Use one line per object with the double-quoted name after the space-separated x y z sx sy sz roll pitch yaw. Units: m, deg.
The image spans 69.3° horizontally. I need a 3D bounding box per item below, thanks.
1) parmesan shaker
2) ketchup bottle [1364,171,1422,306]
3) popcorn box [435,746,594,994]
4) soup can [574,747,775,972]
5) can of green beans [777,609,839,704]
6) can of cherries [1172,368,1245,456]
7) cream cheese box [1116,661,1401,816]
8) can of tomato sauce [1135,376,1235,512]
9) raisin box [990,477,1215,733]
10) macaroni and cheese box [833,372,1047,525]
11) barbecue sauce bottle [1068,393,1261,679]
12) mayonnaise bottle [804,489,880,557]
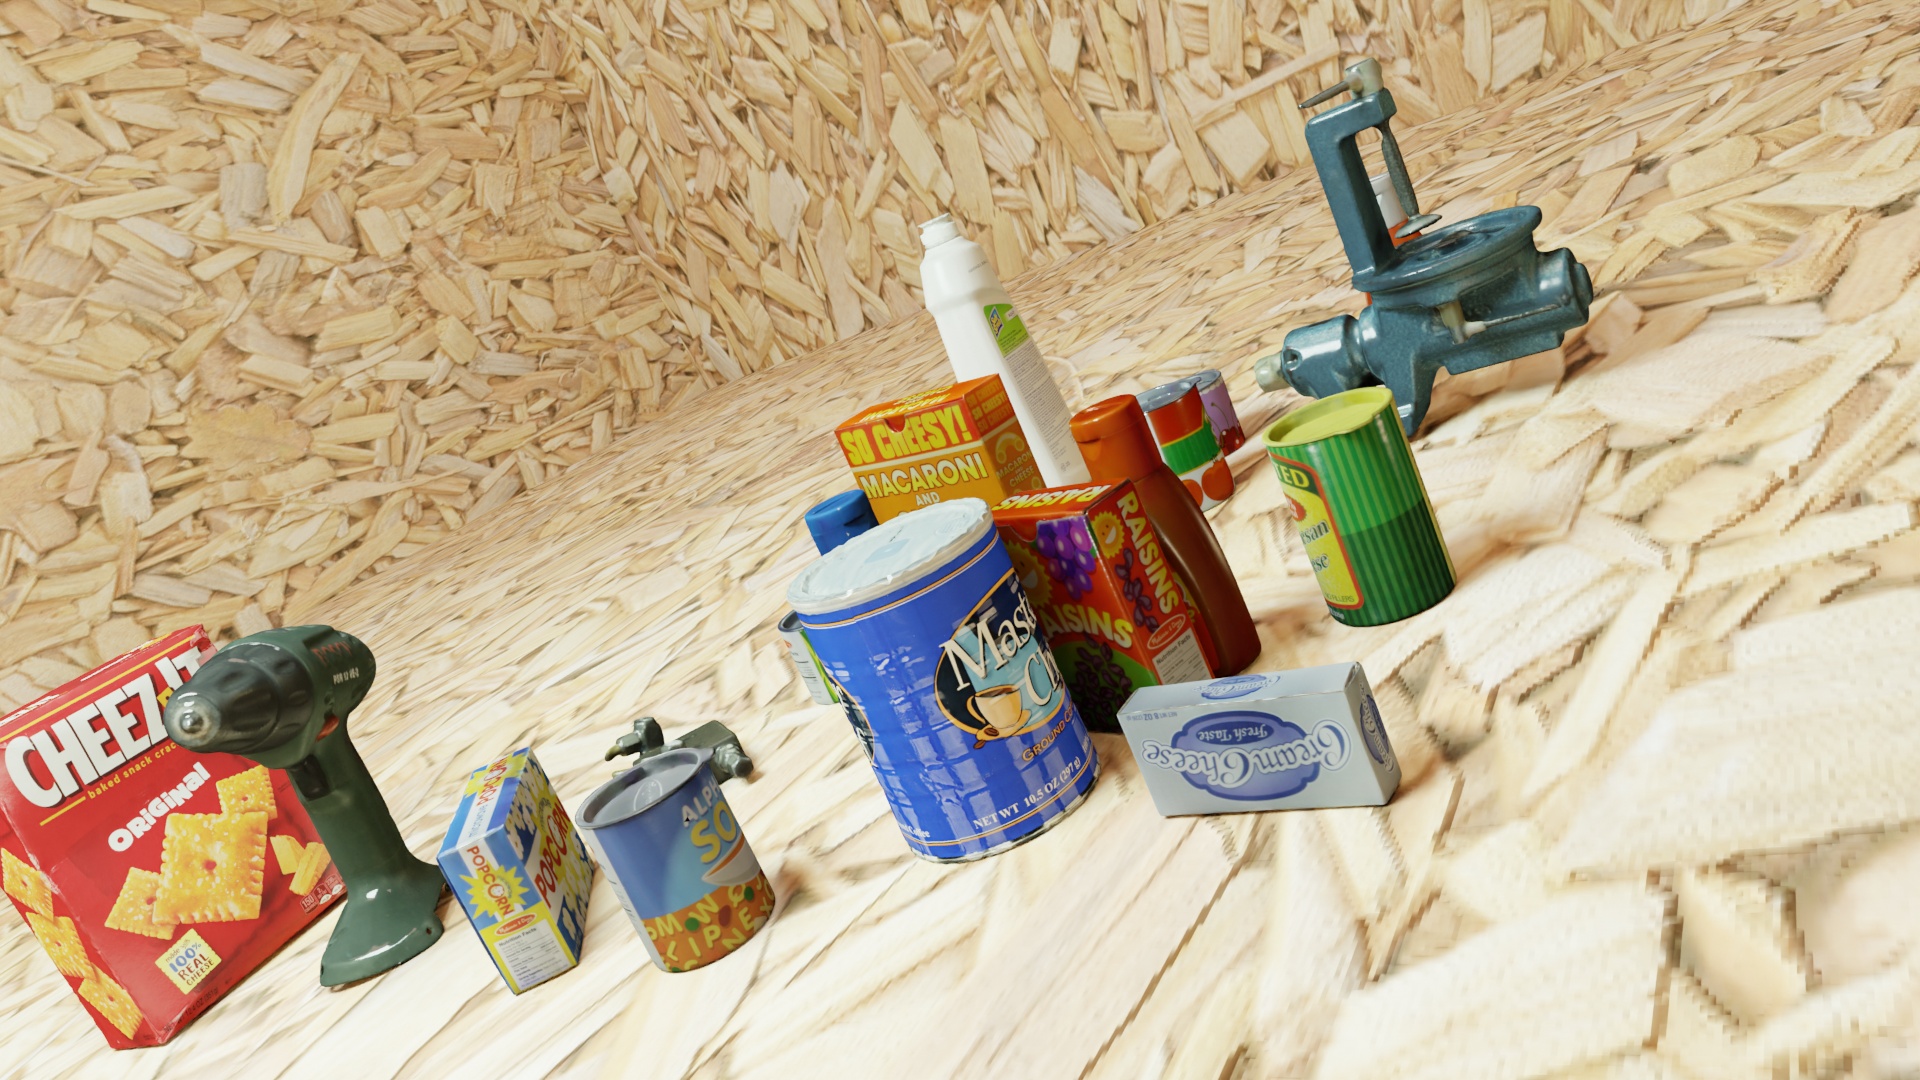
0.200 -0.016 0.691 0.071 0.103 0.071 -23 14 6 "parmesan shaker"
0.338 -0.207 1.068 0.064 0.148 0.044 -16 16 29 "ketchup bottle"
-0.236 0.173 0.746 0.038 0.085 0.127 -26 14 -6 "popcorn box"
-0.132 0.151 0.663 0.071 0.083 0.071 -23 14 6 "soup can"
-0.080 0.069 0.929 0.071 0.057 0.071 -23 14 6 "can of green beans"
0.186 -0.095 1.093 0.071 0.058 0.072 -23 14 6 "can of cherries"
0.120 0.082 0.564 0.103 0.053 0.024 -13 18 38 "cream cheese box"
0.152 -0.064 0.985 0.071 0.083 0.071 -23 14 6 "can of tomato sauce"
0.066 0.034 0.684 0.040 0.123 0.086 -33 17 -33 "raisin box"
0.003 -0.011 0.861 0.123 0.166 0.040 -9 20 47 "macaroni and cheese box"
0.099 0.000 0.704 0.044 0.148 0.065 -34 17 -35 "barbecue sauce bottle"
-0.039 0.045 0.764 0.065 0.147 0.041 -33 16 -31 "mayonnaise bottle"
